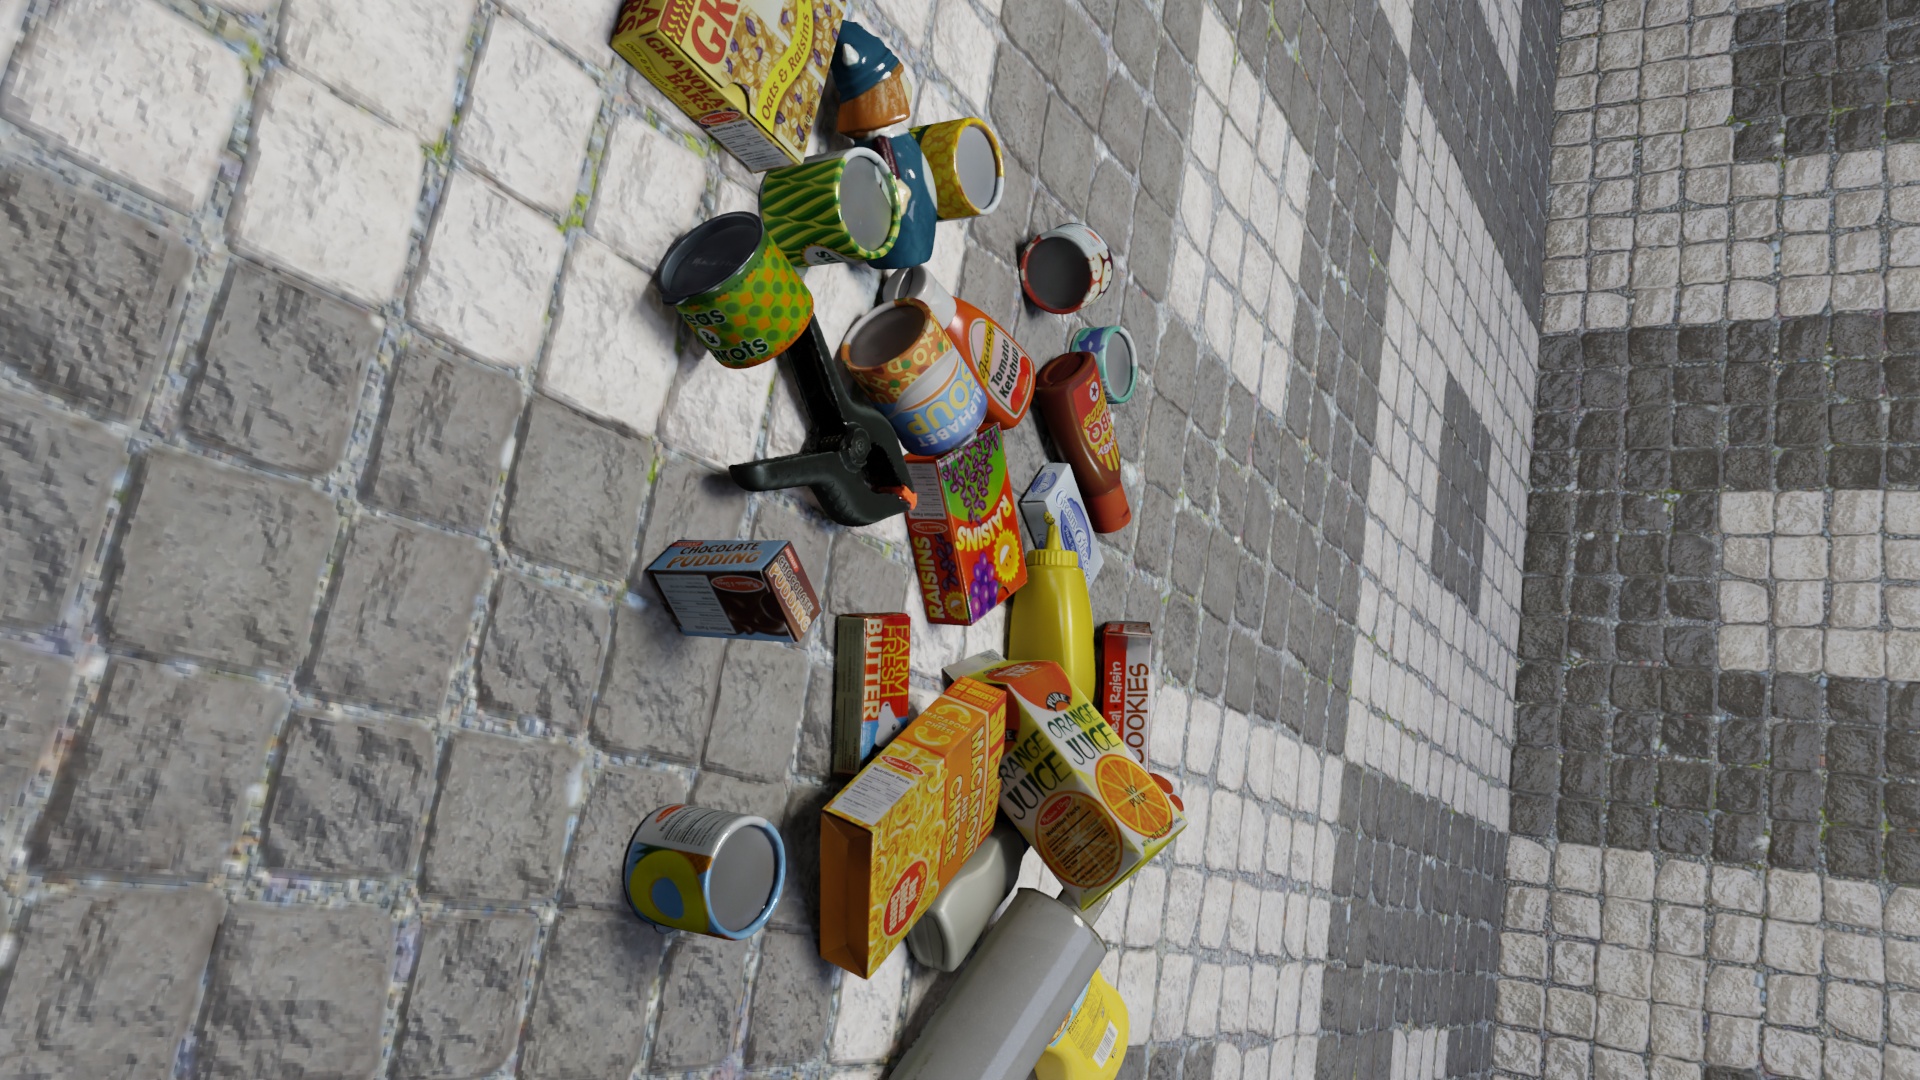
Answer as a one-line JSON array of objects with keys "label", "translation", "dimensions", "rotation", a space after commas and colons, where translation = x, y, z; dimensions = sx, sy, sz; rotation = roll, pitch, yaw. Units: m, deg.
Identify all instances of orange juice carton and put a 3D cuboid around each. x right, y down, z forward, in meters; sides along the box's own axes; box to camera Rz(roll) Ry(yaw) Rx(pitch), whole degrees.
[{"label": "orange juice carton", "translation": [0.064, 0.157, 0.989], "dimensions": [0.193, 0.072, 0.072], "rotation": [51, 31, 17]}]

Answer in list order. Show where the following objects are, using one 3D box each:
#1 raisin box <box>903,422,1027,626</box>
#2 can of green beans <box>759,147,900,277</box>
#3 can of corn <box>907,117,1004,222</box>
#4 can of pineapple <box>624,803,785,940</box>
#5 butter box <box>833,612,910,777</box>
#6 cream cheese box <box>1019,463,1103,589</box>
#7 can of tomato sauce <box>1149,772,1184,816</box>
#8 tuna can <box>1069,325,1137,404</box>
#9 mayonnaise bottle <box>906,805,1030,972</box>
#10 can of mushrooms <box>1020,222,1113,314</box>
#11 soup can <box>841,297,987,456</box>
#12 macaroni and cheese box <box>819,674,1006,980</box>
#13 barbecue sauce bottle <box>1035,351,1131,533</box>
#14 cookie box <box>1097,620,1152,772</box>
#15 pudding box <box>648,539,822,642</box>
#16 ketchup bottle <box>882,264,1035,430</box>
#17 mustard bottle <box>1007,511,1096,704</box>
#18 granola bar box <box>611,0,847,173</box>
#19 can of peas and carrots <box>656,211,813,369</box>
[{"label": "raisin box", "translation": [0.003, -0.012, 0.979], "dimensions": [0.086, 0.040, 0.123], "rotation": [-36, 120, -52]}, {"label": "can of green beans", "translation": [-0.077, -0.199, 0.835], "dimensions": [0.071, 0.058, 0.071], "rotation": [-2, 92, -57]}, {"label": "can of corn", "translation": [-0.012, -0.250, 0.934], "dimensions": [0.071, 0.058, 0.071], "rotation": [-1, 91, -57]}, {"label": "can of pineapple", "translation": [-0.136, 0.179, 0.748], "dimensions": [0.071, 0.058, 0.071], "rotation": [-2, 92, -57]}, {"label": "butter box", "translation": [-0.057, 0.098, 0.900], "dimensions": [0.053, 0.024, 0.103], "rotation": [5, 86, -58]}, {"label": "cream cheese box", "translation": [0.082, -0.006, 1.114], "dimensions": [0.054, 0.024, 0.103], "rotation": [-57, 135, -42]}, {"label": "can of tomato sauce", "translation": [0.142, 0.232, 1.171], "dimensions": [0.083, 0.071, 0.071], "rotation": [-1, 91, -58]}, {"label": "tuna can", "translation": [0.119, -0.145, 1.161], "dimensions": [0.071, 0.033, 0.071], "rotation": [0, 90, -57]}, {"label": "mayonnaise bottle", "translation": [0.013, 0.238, 0.996], "dimensions": [0.149, 0.041, 0.064], "rotation": [-42, 130, -50]}, {"label": "can of mushrooms", "translation": [0.081, -0.207, 1.073], "dimensions": [0.033, 0.071, 0.070], "rotation": [-33, 118, -52]}, {"label": "soup can", "translation": [-0.028, -0.105, 0.900], "dimensions": [0.083, 0.071, 0.072], "rotation": [54, 48, -42]}, {"label": "macaroni and cheese box", "translation": [-0.028, 0.182, 0.901], "dimensions": [0.167, 0.040, 0.123], "rotation": [-39, 141, -50]}, {"label": "barbecue sauce bottle", "translation": [0.103, -0.076, 1.127], "dimensions": [0.065, 0.043, 0.148], "rotation": [-53, 132, -44]}, {"label": "cookie box", "translation": [0.133, 0.130, 1.122], "dimensions": [0.167, 0.040, 0.123], "rotation": [3, 88, -82]}, {"label": "pudding box", "translation": [-0.121, 0.027, 0.746], "dimensions": [0.030, 0.083, 0.049], "rotation": [-53, 132, -43]}, {"label": "ketchup bottle", "translation": [-0.001, -0.137, 0.967], "dimensions": [0.148, 0.043, 0.065], "rotation": [40, 58, -49]}, {"label": "mustard bottle", "translation": [0.071, 0.058, 1.060], "dimensions": [0.049, 0.065, 0.160], "rotation": [8, 82, -54]}, {"label": "granola bar box", "translation": [-0.120, -0.313, 0.785], "dimensions": [0.124, 0.039, 0.166], "rotation": [35, 61, -51]}, {"label": "can of peas and carrots", "translation": [-0.123, -0.134, 0.758], "dimensions": [0.058, 0.071, 0.071], "rotation": [55, 47, -43]}]
